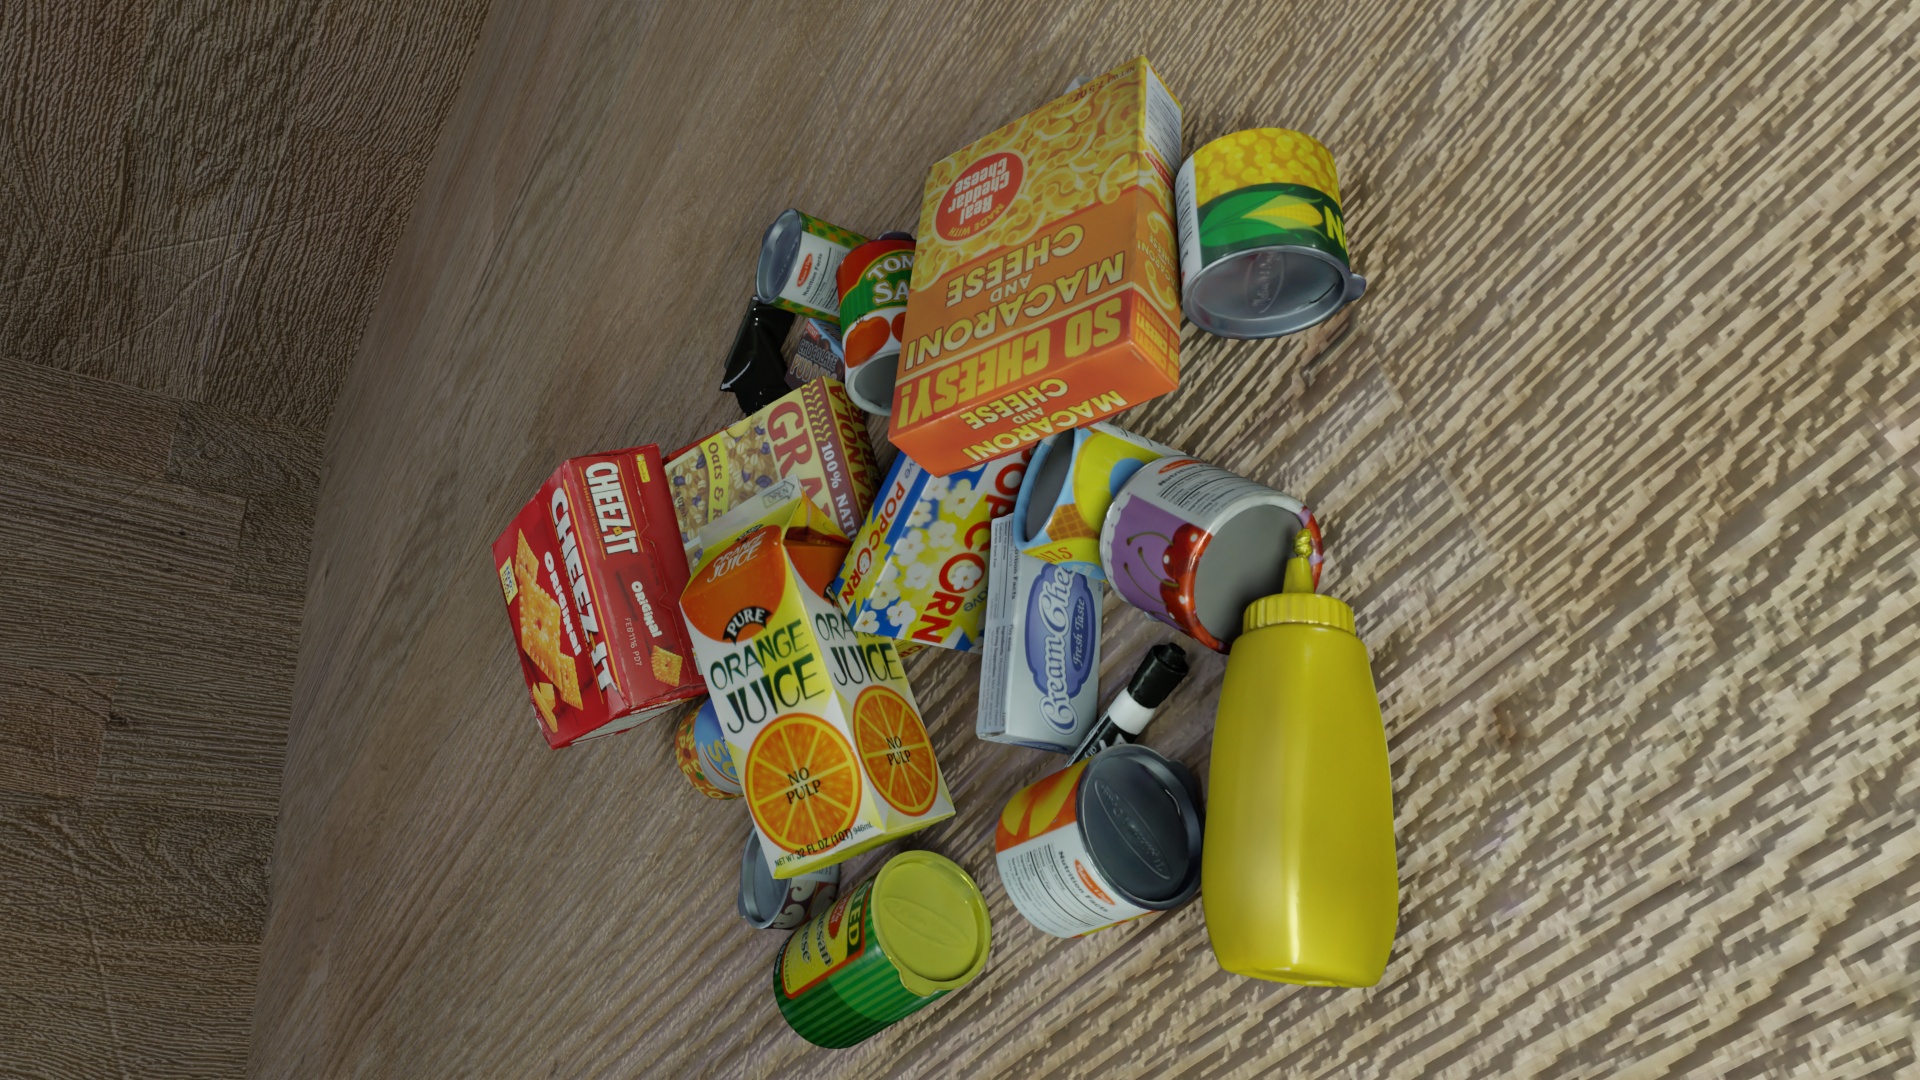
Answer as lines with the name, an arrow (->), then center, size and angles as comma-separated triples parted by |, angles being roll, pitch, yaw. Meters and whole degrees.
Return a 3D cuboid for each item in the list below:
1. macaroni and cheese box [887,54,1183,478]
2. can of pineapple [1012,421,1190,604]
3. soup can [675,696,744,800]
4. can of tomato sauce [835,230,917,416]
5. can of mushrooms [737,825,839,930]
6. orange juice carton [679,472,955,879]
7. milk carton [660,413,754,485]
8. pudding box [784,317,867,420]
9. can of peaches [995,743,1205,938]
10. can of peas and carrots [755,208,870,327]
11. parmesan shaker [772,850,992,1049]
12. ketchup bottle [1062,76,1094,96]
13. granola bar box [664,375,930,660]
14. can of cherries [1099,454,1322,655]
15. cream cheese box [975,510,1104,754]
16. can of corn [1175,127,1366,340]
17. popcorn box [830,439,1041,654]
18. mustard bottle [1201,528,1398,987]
macaroni and cheese box -> 0.036, -0.119, 0.606 | 0.123, 0.040, 0.167 | -19, 50, 34
can of pineapple -> 0.061, -0.015, 0.599 | 0.071, 0.058, 0.071 | -159, 88, -76
soup can -> -0.130, 0.121, 0.854 | 0.083, 0.071, 0.071 | -35, 50, 48
can of tomato sauce -> -0.036, -0.125, 0.807 | 0.071, 0.071, 0.083 | -40, 47, 44
can of mushrooms -> -0.101, 0.195, 0.811 | 0.071, 0.033, 0.071 | -28, 56, 50
orange juice carton -> -0.080, 0.066, 0.713 | 0.071, 0.073, 0.193 | -27, 76, 25
milk carton -> -0.174, -0.031, 0.953 | 0.190, 0.074, 0.072 | -14, 104, 57
pudding box -> -0.083, -0.108, 0.910 | 0.049, 0.030, 0.084 | -64, 33, 17
can of peaches -> 0.057, 0.121, 0.561 | 0.057, 0.071, 0.071 | -37, 48, 46
can of peas and carrots -> -0.099, -0.184, 0.940 | 0.070, 0.059, 0.071 | -30, 52, 50
parmesan shaker -> -0.041, 0.204, 0.677 | 0.102, 0.071, 0.071 | -44, 43, 41
ketchup bottle -> 0.035, -0.175, 0.739 | 0.148, 0.043, 0.065 | -51, 38, 34
granola bar box -> -0.097, 0.006, 0.800 | 0.124, 0.039, 0.166 | -26, 69, 24
can of cherries -> 0.098, 0.007, 0.543 | 0.058, 0.071, 0.071 | 30, 104, 57
cream cheese box -> 0.038, 0.042, 0.634 | 0.024, 0.053, 0.104 | -17, 64, 53
can of corn -> 0.123, -0.122, 0.557 | 0.071, 0.071, 0.058 | -31, 52, 49
popcorn box -> 0.002, -0.009, 0.680 | 0.126, 0.085, 0.038 | -62, 36, 21
mustard bottle -> 0.119, 0.071, 0.487 | 0.048, 0.065, 0.161 | -21, 54, 47
